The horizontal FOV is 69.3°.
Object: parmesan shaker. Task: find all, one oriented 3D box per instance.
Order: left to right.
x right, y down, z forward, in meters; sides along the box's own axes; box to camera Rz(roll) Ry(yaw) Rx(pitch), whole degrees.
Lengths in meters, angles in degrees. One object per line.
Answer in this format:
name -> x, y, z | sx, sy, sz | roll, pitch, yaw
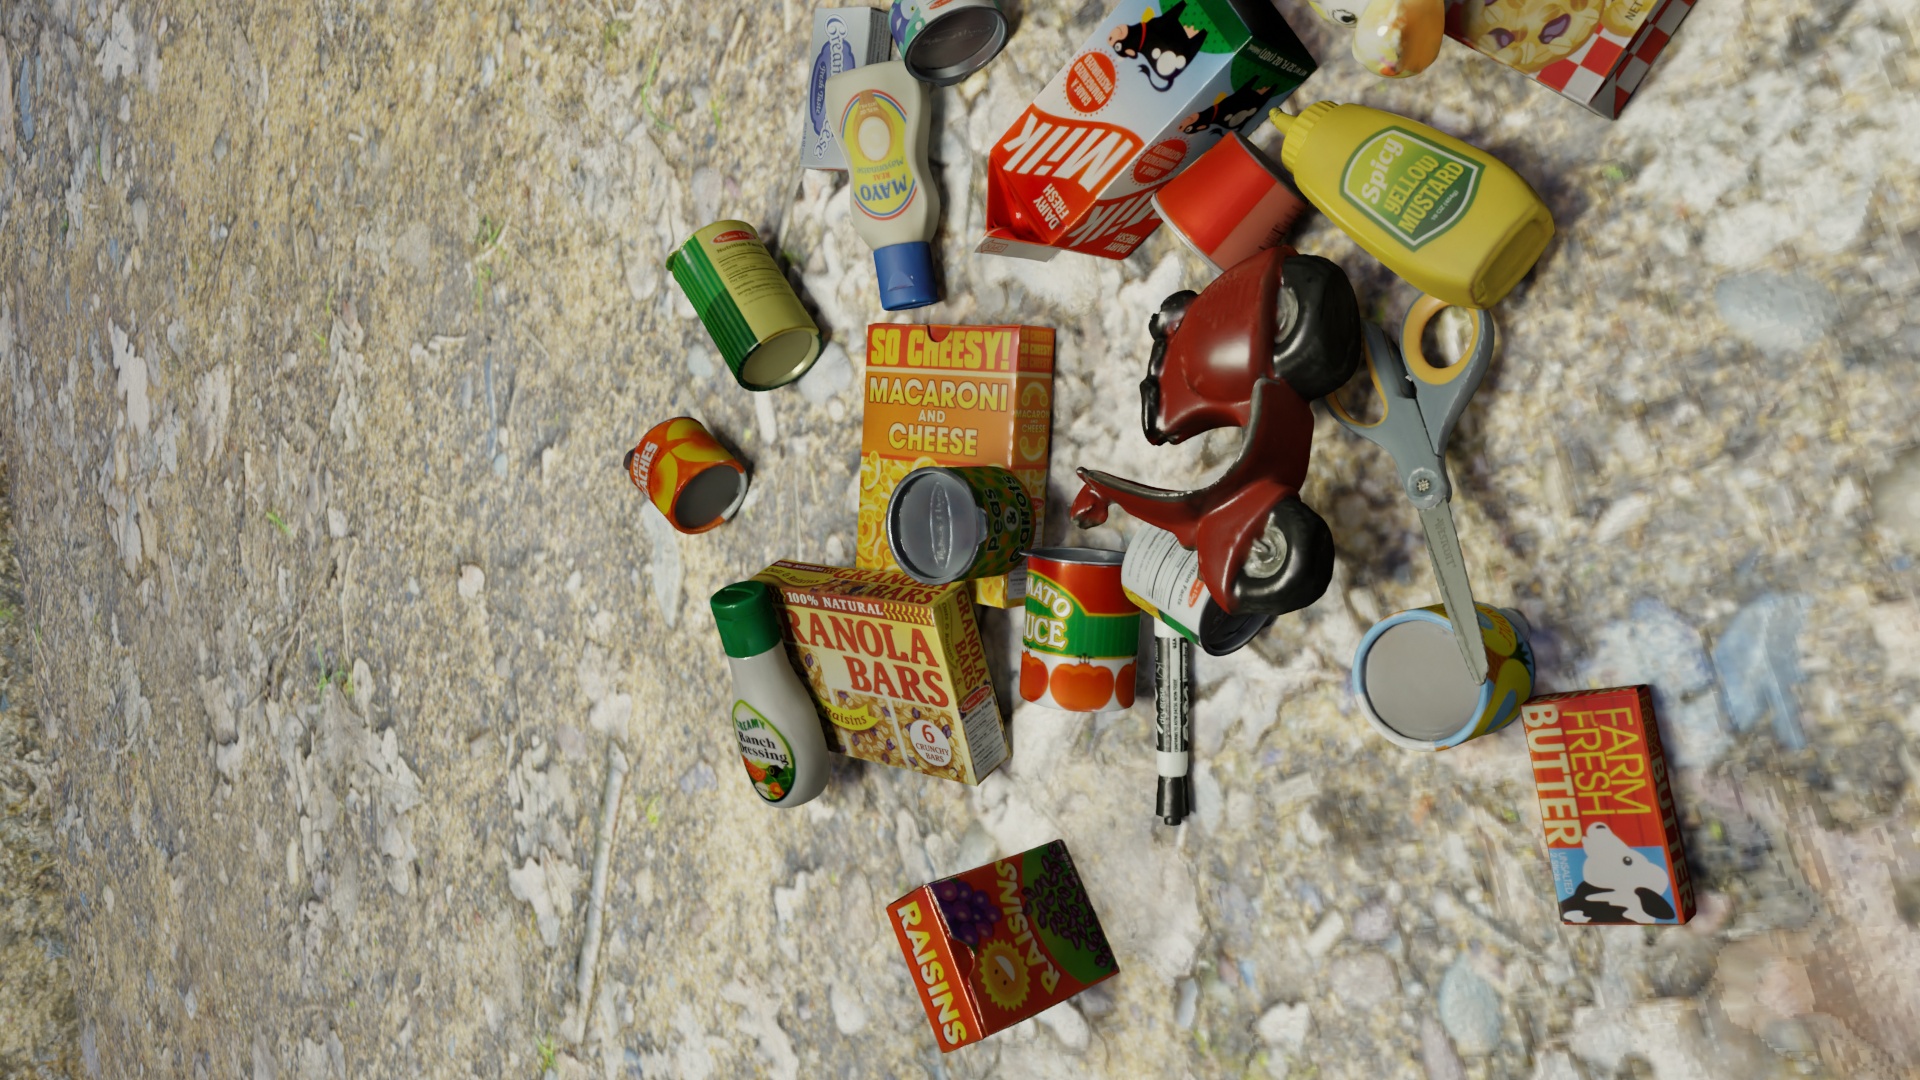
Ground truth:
parmesan shaker -> -0.149, -0.160, 0.952 | 0.071, 0.071, 0.103 | -47, 63, 32

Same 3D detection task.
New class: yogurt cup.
yogurt cup -> 0.140, -0.171, 0.710 | 0.053, 0.072, 0.072 | -46, 64, 24

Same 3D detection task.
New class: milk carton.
milk carton -> 0.087, -0.216, 0.746 | 0.189, 0.072, 0.073 | -43, 66, 34

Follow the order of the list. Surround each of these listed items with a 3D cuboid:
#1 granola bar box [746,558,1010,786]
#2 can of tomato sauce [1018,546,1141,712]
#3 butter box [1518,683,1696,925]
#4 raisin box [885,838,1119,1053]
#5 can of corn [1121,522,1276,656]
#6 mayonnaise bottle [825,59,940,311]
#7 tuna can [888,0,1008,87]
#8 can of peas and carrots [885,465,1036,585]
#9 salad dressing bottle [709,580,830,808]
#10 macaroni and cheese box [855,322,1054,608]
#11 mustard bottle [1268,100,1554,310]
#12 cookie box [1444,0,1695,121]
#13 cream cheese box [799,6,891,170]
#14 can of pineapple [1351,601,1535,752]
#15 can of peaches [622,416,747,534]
granola bar box -> -0.054, 0.080, 0.876 | 0.165, 0.039, 0.123 | 5, 118, 41
can of tomato sauce -> 0.066, 0.049, 0.778 | 0.071, 0.071, 0.083 | 9, 98, 40
butter box -> 0.288, 0.118, 0.620 | 0.053, 0.024, 0.103 | -13, 83, 41
raisin box -> 0.026, 0.226, 0.785 | 0.040, 0.124, 0.086 | -36, 69, 37
can of corn -> 0.128, 0.018, 0.726 | 0.058, 0.071, 0.071 | 35, 114, 40
mayonnaise bottle -> -0.043, -0.220, 0.870 | 0.065, 0.041, 0.148 | -9, 93, 15
tuna can -> -0.008, -0.306, 0.830 | 0.071, 0.071, 0.033 | -34, 70, 37
can of peas and carrots -> 0.003, -0.010, 0.785 | 0.071, 0.059, 0.071 | 3, 94, 35
salad dressing bottle -> -0.124, 0.098, 0.888 | 0.064, 0.044, 0.147 | 6, 118, 40
macaroni and cheese box -> -0.005, -0.049, 0.854 | 0.123, 0.040, 0.166 | 8, 97, 39
mustard bottle -> 0.201, -0.171, 0.663 | 0.065, 0.049, 0.161 | -52, 55, 10
cookie box -> 0.253, -0.284, 0.621 | 0.168, 0.040, 0.122 | 44, 119, 30
cream cheese box -> -0.075, -0.296, 0.914 | 0.053, 0.024, 0.103 | 14, 101, 38
can of pineapple -> 0.226, 0.061, 0.649 | 0.071, 0.058, 0.071 | 2, 93, 41
can of peaches -> -0.197, -0.046, 0.999 | 0.058, 0.071, 0.071 | 43, 118, 30
